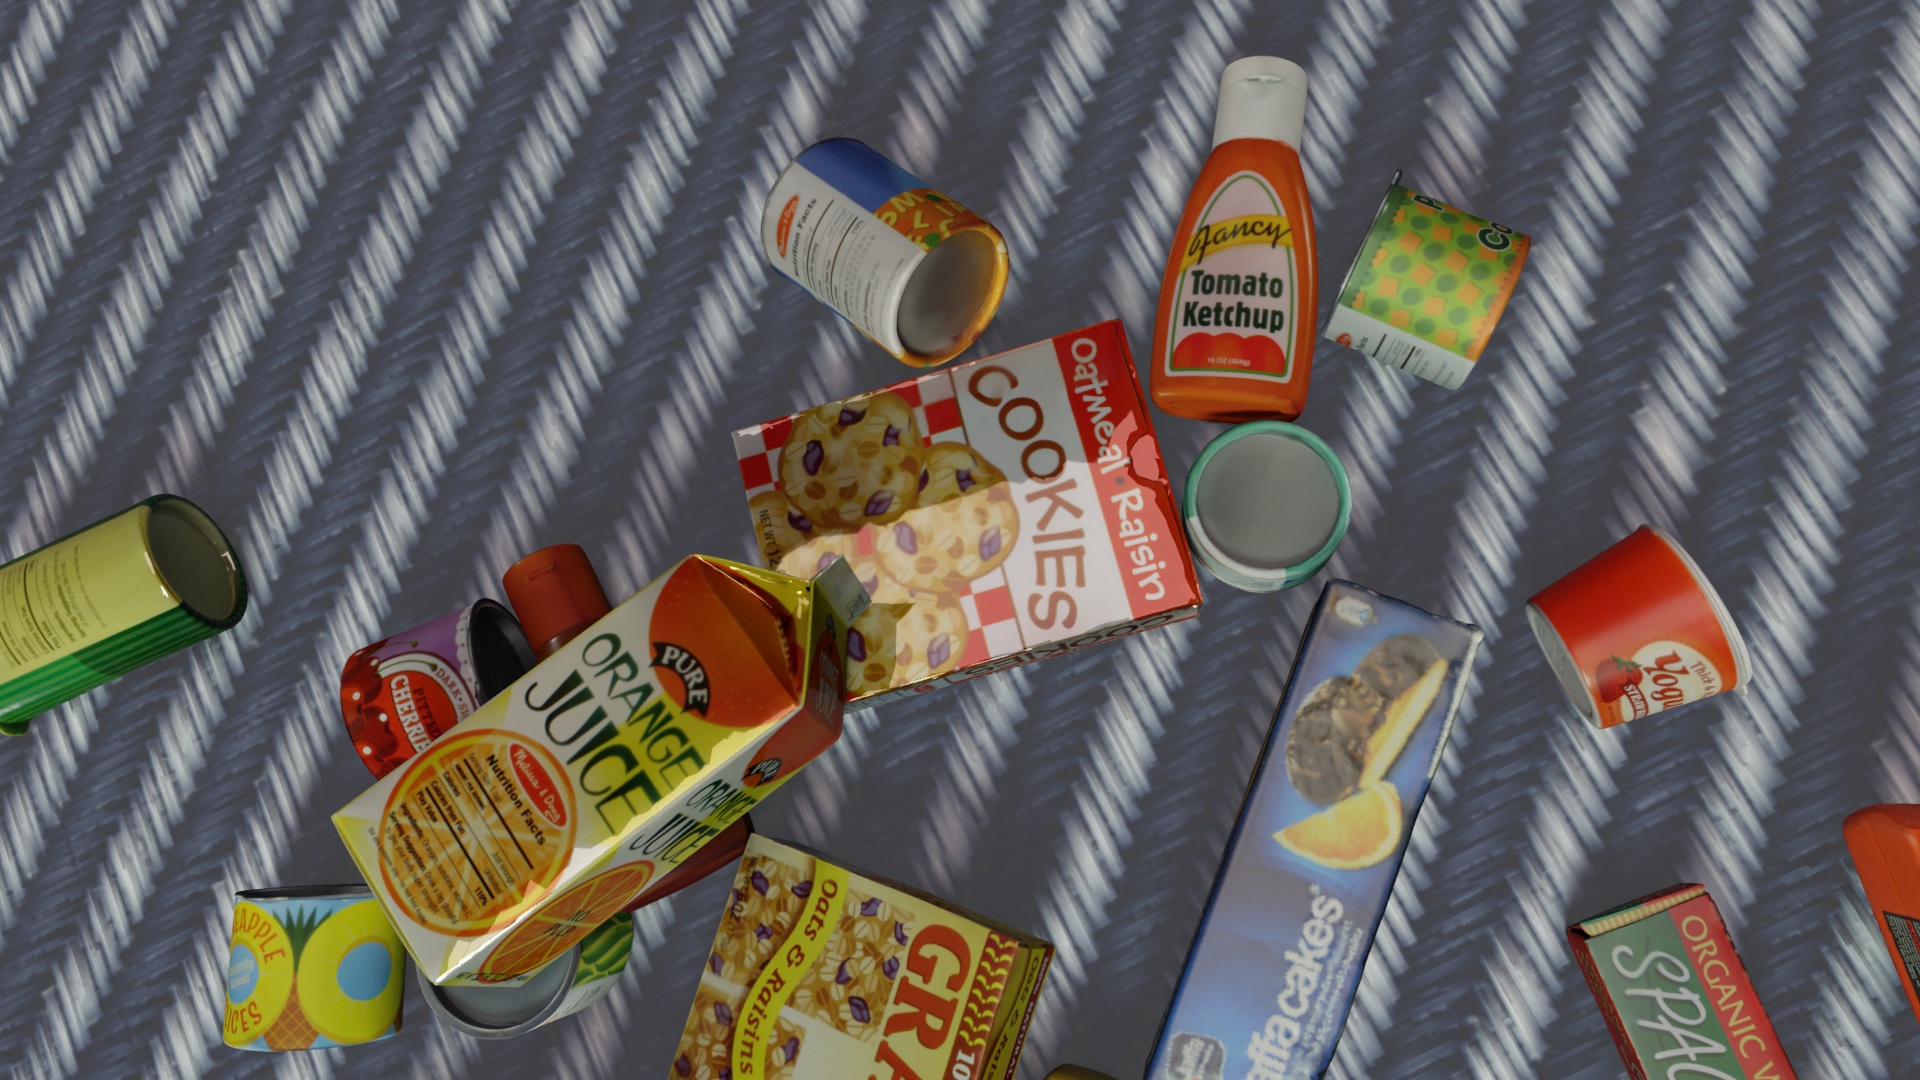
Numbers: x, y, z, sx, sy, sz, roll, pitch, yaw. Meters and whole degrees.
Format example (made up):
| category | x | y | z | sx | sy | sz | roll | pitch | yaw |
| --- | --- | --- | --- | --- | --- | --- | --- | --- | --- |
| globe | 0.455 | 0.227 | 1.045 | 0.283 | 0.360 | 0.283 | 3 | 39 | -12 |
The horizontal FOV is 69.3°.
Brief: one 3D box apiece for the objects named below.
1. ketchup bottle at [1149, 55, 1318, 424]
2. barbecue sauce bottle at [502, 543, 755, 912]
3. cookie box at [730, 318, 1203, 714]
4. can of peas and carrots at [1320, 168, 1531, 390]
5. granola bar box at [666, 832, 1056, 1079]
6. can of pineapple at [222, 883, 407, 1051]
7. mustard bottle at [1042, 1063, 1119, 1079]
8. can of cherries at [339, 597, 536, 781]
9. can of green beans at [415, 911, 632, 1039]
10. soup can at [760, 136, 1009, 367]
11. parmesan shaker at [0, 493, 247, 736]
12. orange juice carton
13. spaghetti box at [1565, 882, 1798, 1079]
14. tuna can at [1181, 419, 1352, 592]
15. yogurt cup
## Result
| category | x | y | z | sx | sy | sz | roll | pitch | yaw |
| --- | --- | --- | --- | --- | --- | --- | --- | --- | --- |
| ketchup bottle | 0.118 | -0.124 | 0.575 | 0.065 | 0.043 | 0.149 | 6 | 79 | 14 |
| barbecue sauce bottle | -0.143 | 0.073 | 0.572 | 0.065 | 0.043 | 0.149 | -26 | 76 | -12 |
| cookie box | 0.002 | -0.007 | 0.569 | 0.167 | 0.040 | 0.123 | -16 | 77 | 4 |
| can of peas and carrots | 0.184 | -0.102 | 0.549 | 0.059 | 0.071 | 0.071 | 26 | 84 | 11 |
| granola bar box | -0.048 | 0.209 | 0.518 | 0.124 | 0.039 | 0.165 | 14 | 81 | 29 |
| can of pineapple | -0.258 | 0.169 | 0.556 | 0.071 | 0.071 | 0.058 | -2 | 79 | 7 |
| mustard bottle | 0.088 | 0.253 | 0.490 | 0.160 | 0.048 | 0.065 | 29 | 84 | 24 |
| can of cherries | -0.210 | 0.065 | 0.569 | 0.058 | 0.071 | 0.071 | -21 | 77 | 4 |
| can of green beans | -0.171 | 0.159 | 0.552 | 0.071 | 0.057 | 0.071 | -1 | 79 | 8 |
| soup can | -0.029 | -0.119 | 0.572 | 0.084 | 0.071 | 0.071 | 39 | 87 | 31 |
| parmesan shaker | -0.374 | 0.032 | 0.600 | 0.103 | 0.071 | 0.071 | -23 | 77 | 2 |
| orange juice carton | -0.113 | 0.072 | 0.502 | 0.193 | 0.071 | 0.073 | -37 | 72 | -8 |
| spaghetti box | 0.291 | 0.247 | 0.488 | 0.050 | 0.028 | 0.250 | -22 | 77 | 3 |
| tuna can | 0.124 | -0.016 | 0.559 | 0.071 | 0.033 | 0.071 | -1 | 80 | 8 |
| yogurt cup | 0.249 | 0.035 | 0.517 | 0.054 | 0.072 | 0.072 | -28 | 77 | 10 |
